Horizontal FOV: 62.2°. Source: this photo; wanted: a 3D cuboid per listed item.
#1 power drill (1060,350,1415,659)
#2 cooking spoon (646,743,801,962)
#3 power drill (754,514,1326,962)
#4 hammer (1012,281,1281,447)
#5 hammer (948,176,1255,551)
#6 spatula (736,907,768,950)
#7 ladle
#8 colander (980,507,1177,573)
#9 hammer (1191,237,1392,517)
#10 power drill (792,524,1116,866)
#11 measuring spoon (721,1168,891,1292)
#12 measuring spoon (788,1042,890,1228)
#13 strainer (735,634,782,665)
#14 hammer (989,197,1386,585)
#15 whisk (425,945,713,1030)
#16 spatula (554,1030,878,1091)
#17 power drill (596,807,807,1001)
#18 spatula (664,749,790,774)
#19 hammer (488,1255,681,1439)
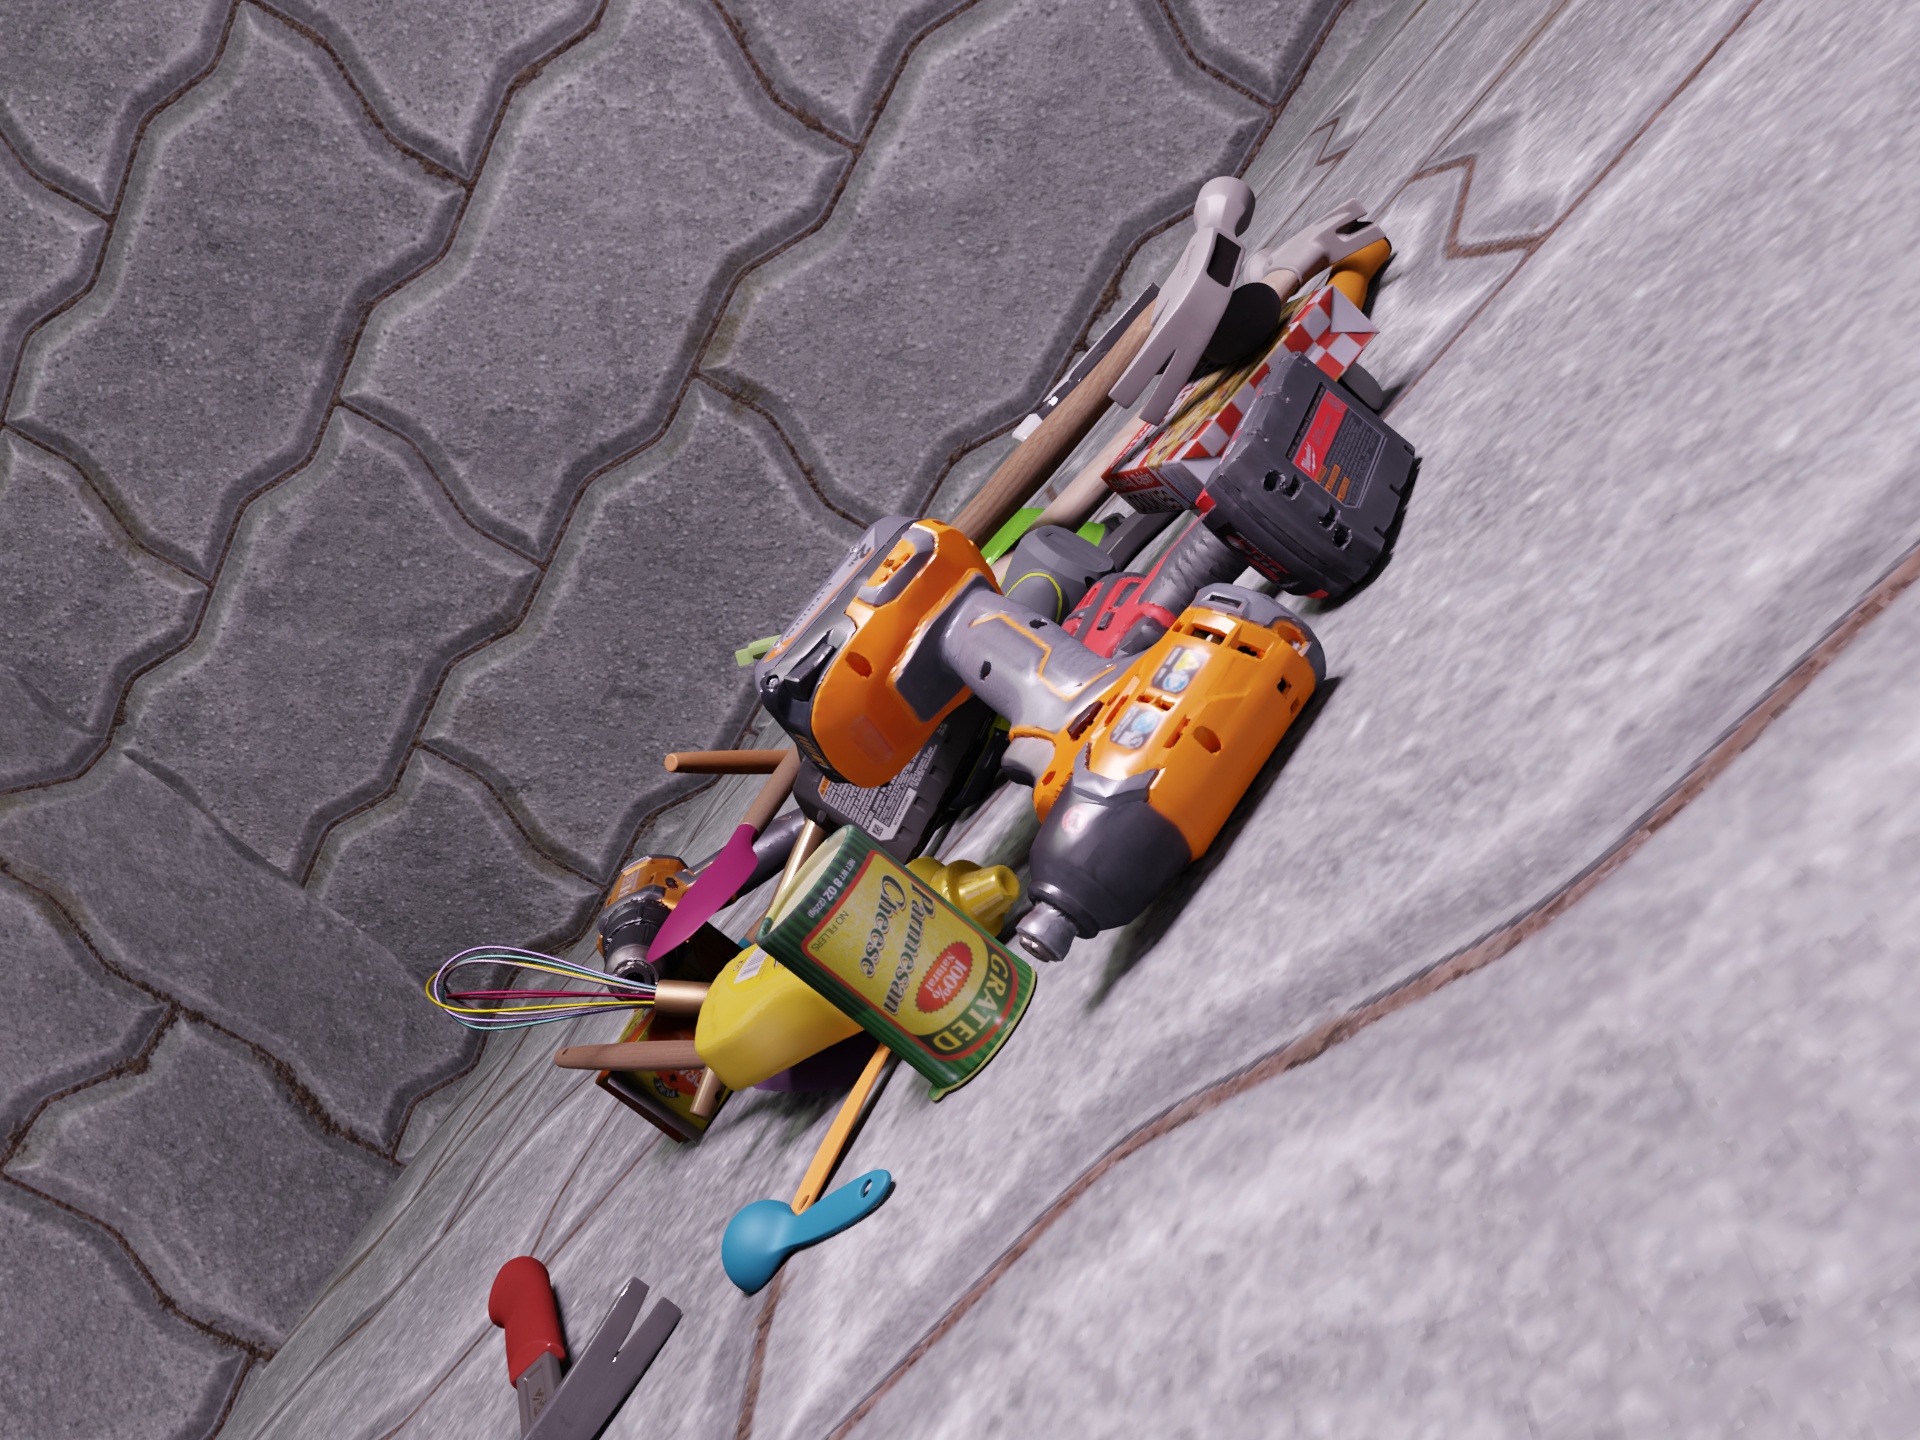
[{"bbox_3d":[0.108,-0.059,0.764,0.219,0.078,0.143,-46,8,44],"label":"power drill"},{"bbox_3d":[-0.128,0.060,1.013,0.068,0.017,0.319,-34,13,24],"label":"cooking spoon"},{"bbox_3d":[0.018,0.002,0.666,0.227,0.084,0.164,20,66,42],"label":"power drill"},{"bbox_3d":[0.124,-0.231,0.989,0.146,0.035,0.335,-48,12,-3],"label":"hammer"},{"bbox_3d":[0.058,-0.165,0.927,0.331,0.031,0.130,-42,24,53],"label":"hammer"},{"bbox_3d":[-0.141,0.164,1.256,0.317,0.044,0.082,-48,8,-15],"label":"spatula"},{"bbox_3d":[-0.098,0.073,0.922,0.062,0.078,0.320,7,65,33],"label":"ladle"},{"bbox_3d":[0.079,-0.142,1.170,0.397,0.094,0.205,-43,12,41],"label":"colander"},{"bbox_3d":[0.228,-0.233,1.005,0.127,0.034,0.337,-42,12,38],"label":"hammer"},{"bbox_3d":[-0.001,-0.003,0.908,0.190,0.080,0.228,-63,-12,26],"label":"power drill"},{"bbox_3d":[-0.071,0.212,0.685,0.128,0.021,0.042,-41,25,43],"label":"measuring spoon"},{"bbox_3d":[-0.050,0.189,0.747,0.021,0.011,0.117,-30,26,57],"label":"measuring spoon"},{"bbox_3d":[-0.068,-0.040,1.168,0.151,0.069,0.256,-12,2,2],"label":"strainer"},{"bbox_3d":[0.112,-0.178,1.029,0.410,0.038,0.146,-48,11,-10],"label":"hammer"},{"bbox_3d":[-0.206,0.171,0.969,0.047,0.245,0.051,31,-117,-85],"label":"whisk"},{"bbox_3d":[-0.151,0.194,0.929,0.316,0.018,0.060,-14,33,45],"label":"spatula"},{"bbox_3d":[-0.144,0.106,1.082,0.226,0.084,0.185,-28,14,1],"label":"power drill"},{"bbox_3d":[-0.106,0.024,1.200,0.081,0.041,0.322,-39,-22,28],"label":"spatula"},{"bbox_3d":[-0.239,0.353,0.914,0.149,0.036,0.359,-53,10,-15],"label":"hammer"}]
